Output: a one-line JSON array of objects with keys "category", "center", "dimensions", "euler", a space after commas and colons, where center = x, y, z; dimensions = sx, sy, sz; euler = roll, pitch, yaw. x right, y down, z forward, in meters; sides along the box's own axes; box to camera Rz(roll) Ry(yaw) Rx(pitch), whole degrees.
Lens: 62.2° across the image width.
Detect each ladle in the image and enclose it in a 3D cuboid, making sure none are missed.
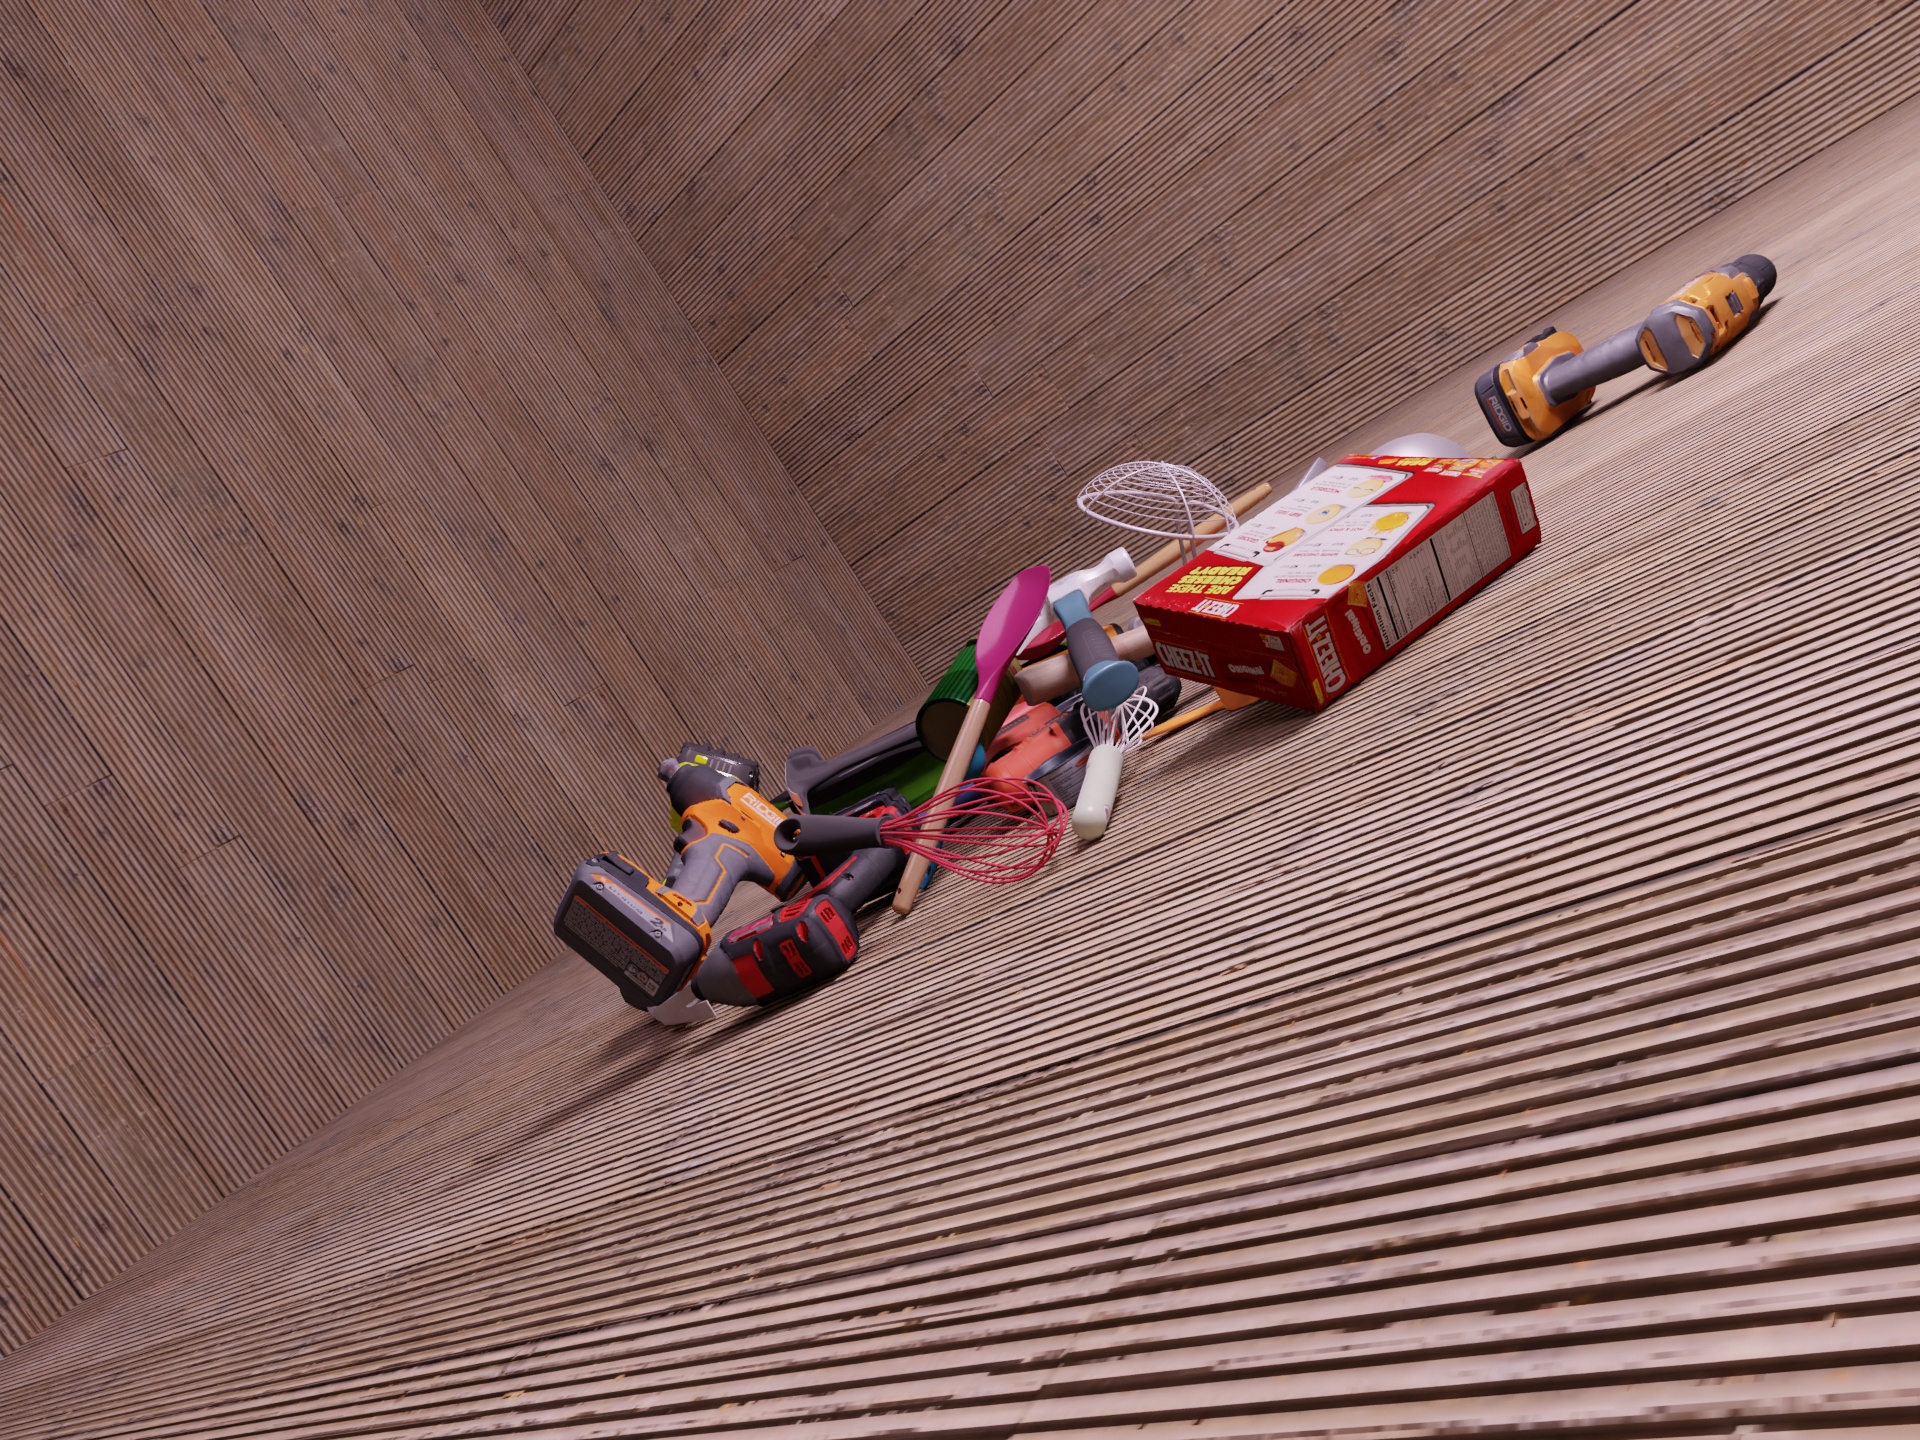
[{"category": "ladle", "center": [0.176, -0.145, 1.597], "dimensions": [0.315, 0.031, 0.069], "euler": [-34, 13, 15]}]

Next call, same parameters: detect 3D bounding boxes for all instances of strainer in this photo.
[{"category": "strainer", "center": [0.365, -0.205, 1.379], "dimensions": [0.151, 0.069, 0.256], "euler": [-31, -7, 30]}]

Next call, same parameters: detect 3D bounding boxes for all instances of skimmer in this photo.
[{"category": "skimmer", "center": [0.184, -0.116, 1.358], "dimensions": [0.363, 0.127, 0.090], "euler": [58, -129, -65]}]

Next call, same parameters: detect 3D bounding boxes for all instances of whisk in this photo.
[{"category": "whisk", "center": [-0.039, 0.079, 1.119], "dimensions": [0.296, 0.073, 0.073], "euler": [-6, 23, 46]}, {"category": "whisk", "center": [0.103, 0.025, 1.126], "dimensions": [0.059, 0.057, 0.246], "euler": [2, 21, 11]}]

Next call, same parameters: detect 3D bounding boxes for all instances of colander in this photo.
[{"category": "colander", "center": [-0.009, 0.036, 1.619], "dimensions": [0.397, 0.094, 0.204], "euler": [-29, 5, -19]}]

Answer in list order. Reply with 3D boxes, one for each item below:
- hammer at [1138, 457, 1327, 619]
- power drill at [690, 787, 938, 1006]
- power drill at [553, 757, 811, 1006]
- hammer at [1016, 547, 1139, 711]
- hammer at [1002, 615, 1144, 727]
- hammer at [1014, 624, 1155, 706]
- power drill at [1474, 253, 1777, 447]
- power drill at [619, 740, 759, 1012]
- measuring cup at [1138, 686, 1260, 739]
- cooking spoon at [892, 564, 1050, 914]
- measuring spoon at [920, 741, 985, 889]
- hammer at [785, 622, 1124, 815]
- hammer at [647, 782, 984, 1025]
[{"category": "hammer", "center": [0.258, -0.157, 1.581], "dimensions": [0.143, 0.038, 0.386], "euler": [-51, 5, -10]}, {"category": "power drill", "center": [-0.115, 0.146, 1.237], "dimensions": [0.143, 0.078, 0.220], "euler": [-27, 10, 29]}, {"category": "power drill", "center": [-0.232, 0.120, 1.318], "dimensions": [0.084, 0.164, 0.226], "euler": [-57, -9, 34]}, {"category": "hammer", "center": [0.100, -0.069, 1.273], "dimensions": [0.128, 0.033, 0.331], "euler": [-28, 15, 6]}, {"category": "hammer", "center": [0.112, -0.033, 1.844], "dimensions": [0.359, 0.036, 0.149], "euler": [-34, 4, -17]}, {"category": "hammer", "center": [0.230, -0.097, 1.281], "dimensions": [0.410, 0.038, 0.146], "euler": [-21, 8, 26]}, {"category": "power drill", "center": [0.595, -0.335, 1.408], "dimensions": [0.185, 0.084, 0.226], "euler": [-36, 9, -34]}, {"category": "power drill", "center": [-0.258, 0.138, 1.470], "dimensions": [0.190, 0.080, 0.229], "euler": [105, -178, -58]}, {"category": "measuring cup", "center": [0.189, -0.036, 1.188], "dimensions": [0.173, 0.052, 0.095], "euler": [-28, 7, 37]}, {"category": "cooking spoon", "center": [0.008, 0.009, 1.255], "dimensions": [0.069, 0.017, 0.319], "euler": [-8, 52, 48]}, {"category": "measuring spoon", "center": [-0.005, 0.075, 1.265], "dimensions": [0.042, 0.021, 0.129], "euler": [-8, 62, 61]}, {"category": "hammer", "center": [-0.002, -0.005, 1.444], "dimensions": [0.337, 0.034, 0.127], "euler": [-24, 20, 1]}, {"category": "hammer", "center": [-0.097, 0.143, 1.412], "dimensions": [0.405, 0.035, 0.144], "euler": [-35, 4, -19]}]
